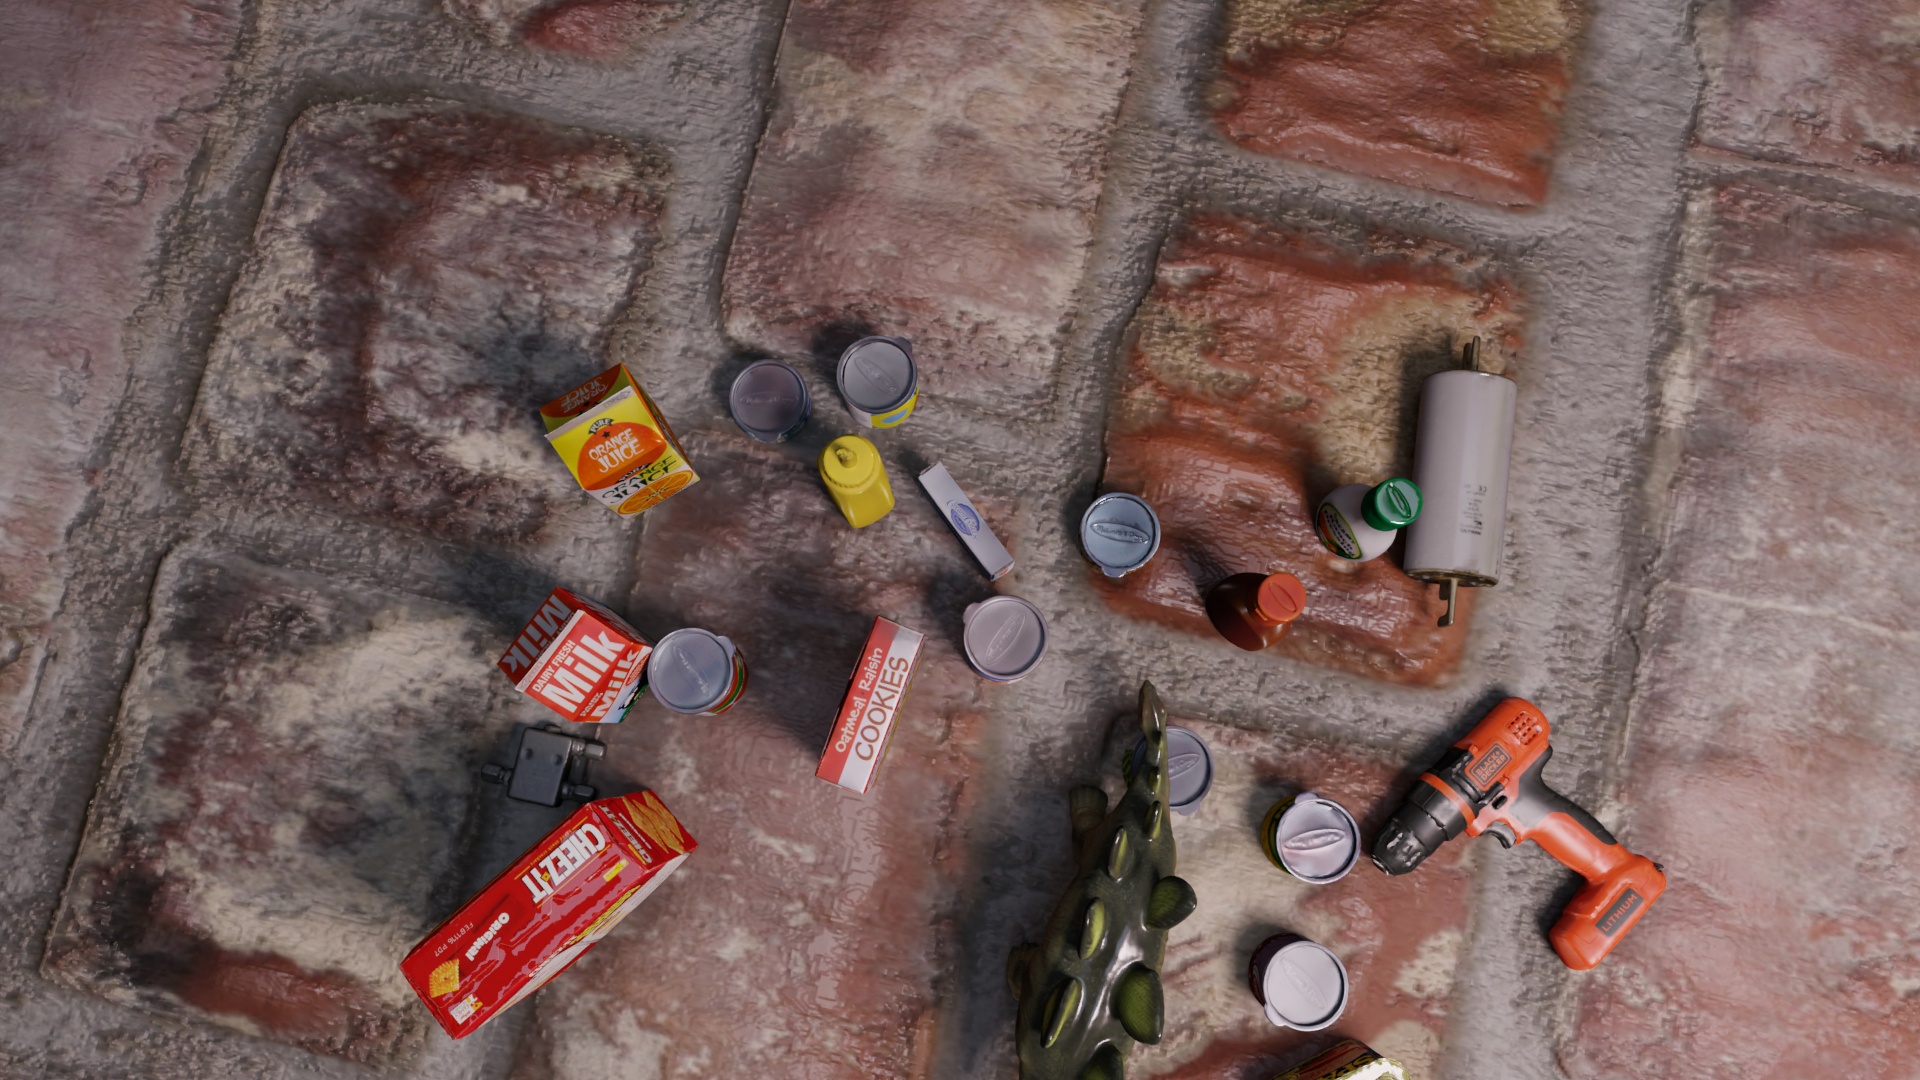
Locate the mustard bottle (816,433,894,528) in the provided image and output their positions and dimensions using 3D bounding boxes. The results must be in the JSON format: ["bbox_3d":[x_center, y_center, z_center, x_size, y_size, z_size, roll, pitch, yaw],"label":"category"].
[{"bbox_3d":[-0.083,-0.052,1.089,0.049,0.160,0.065,-31,83,-5],"label":"mustard bottle"}]

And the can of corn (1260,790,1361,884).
[{"bbox_3d":[0.276,0.233,1.102,0.071,0.058,0.071,0,81,-1],"label":"can of corn"}]

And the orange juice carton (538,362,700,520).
[{"bbox_3d":[-0.264,-0.077,1.073,0.072,0.192,0.073,-30,83,-5],"label":"orange juice carton"}]

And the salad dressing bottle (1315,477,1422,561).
[{"bbox_3d":[0.323,-0.019,1.098,0.044,0.147,0.064,-29,83,-5],"label":"salad dressing bottle"}]

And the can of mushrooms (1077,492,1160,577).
[{"bbox_3d":[0.130,-0.003,1.149,0.071,0.033,0.071,0,81,-1],"label":"can of mushrooms"}]

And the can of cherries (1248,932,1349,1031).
[{"bbox_3d":[0.260,0.344,1.083,0.071,0.058,0.071,0,81,-1],"label":"can of cherries"}]

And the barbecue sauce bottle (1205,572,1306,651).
[{"bbox_3d":[0.233,0.052,1.084,0.044,0.148,0.065,-40,84,-6],"label":"barbecue sauce bottle"}]

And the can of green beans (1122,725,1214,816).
[{"bbox_3d":[0.165,0.181,1.108,0.071,0.057,0.071,0,81,-1],"label":"can of green beans"}]

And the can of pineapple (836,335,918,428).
[{"bbox_3d":[-0.066,-0.131,1.154,0.071,0.058,0.071,0,81,-1],"label":"can of pineapple"}]

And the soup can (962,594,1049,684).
[{"bbox_3d":[0.033,0.079,1.109,0.071,0.083,0.071,0,81,-1],"label":"soup can"}]

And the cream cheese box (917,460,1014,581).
[{"bbox_3d":[0.004,-0.014,1.139,0.024,0.053,0.104,-36,83,-6],"label":"cream cheese box"}]

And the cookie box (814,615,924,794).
[{"bbox_3d":[-0.066,0.127,1.057,0.040,0.167,0.123,20,81,2],"label":"cookie box"}]

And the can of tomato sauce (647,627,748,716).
[{"bbox_3d":[-0.205,0.104,1.100,0.071,0.083,0.071,0,81,-1],"label":"can of tomato sauce"}]

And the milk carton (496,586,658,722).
[{"bbox_3d":[-0.284,0.088,1.047,0.073,0.190,0.072,36,83,4],"label":"milk carton"}]

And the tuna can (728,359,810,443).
[{"bbox_3d":[-0.159,-0.113,1.162,0.071,0.033,0.071,0,81,-1],"label":"tuna can"}]
